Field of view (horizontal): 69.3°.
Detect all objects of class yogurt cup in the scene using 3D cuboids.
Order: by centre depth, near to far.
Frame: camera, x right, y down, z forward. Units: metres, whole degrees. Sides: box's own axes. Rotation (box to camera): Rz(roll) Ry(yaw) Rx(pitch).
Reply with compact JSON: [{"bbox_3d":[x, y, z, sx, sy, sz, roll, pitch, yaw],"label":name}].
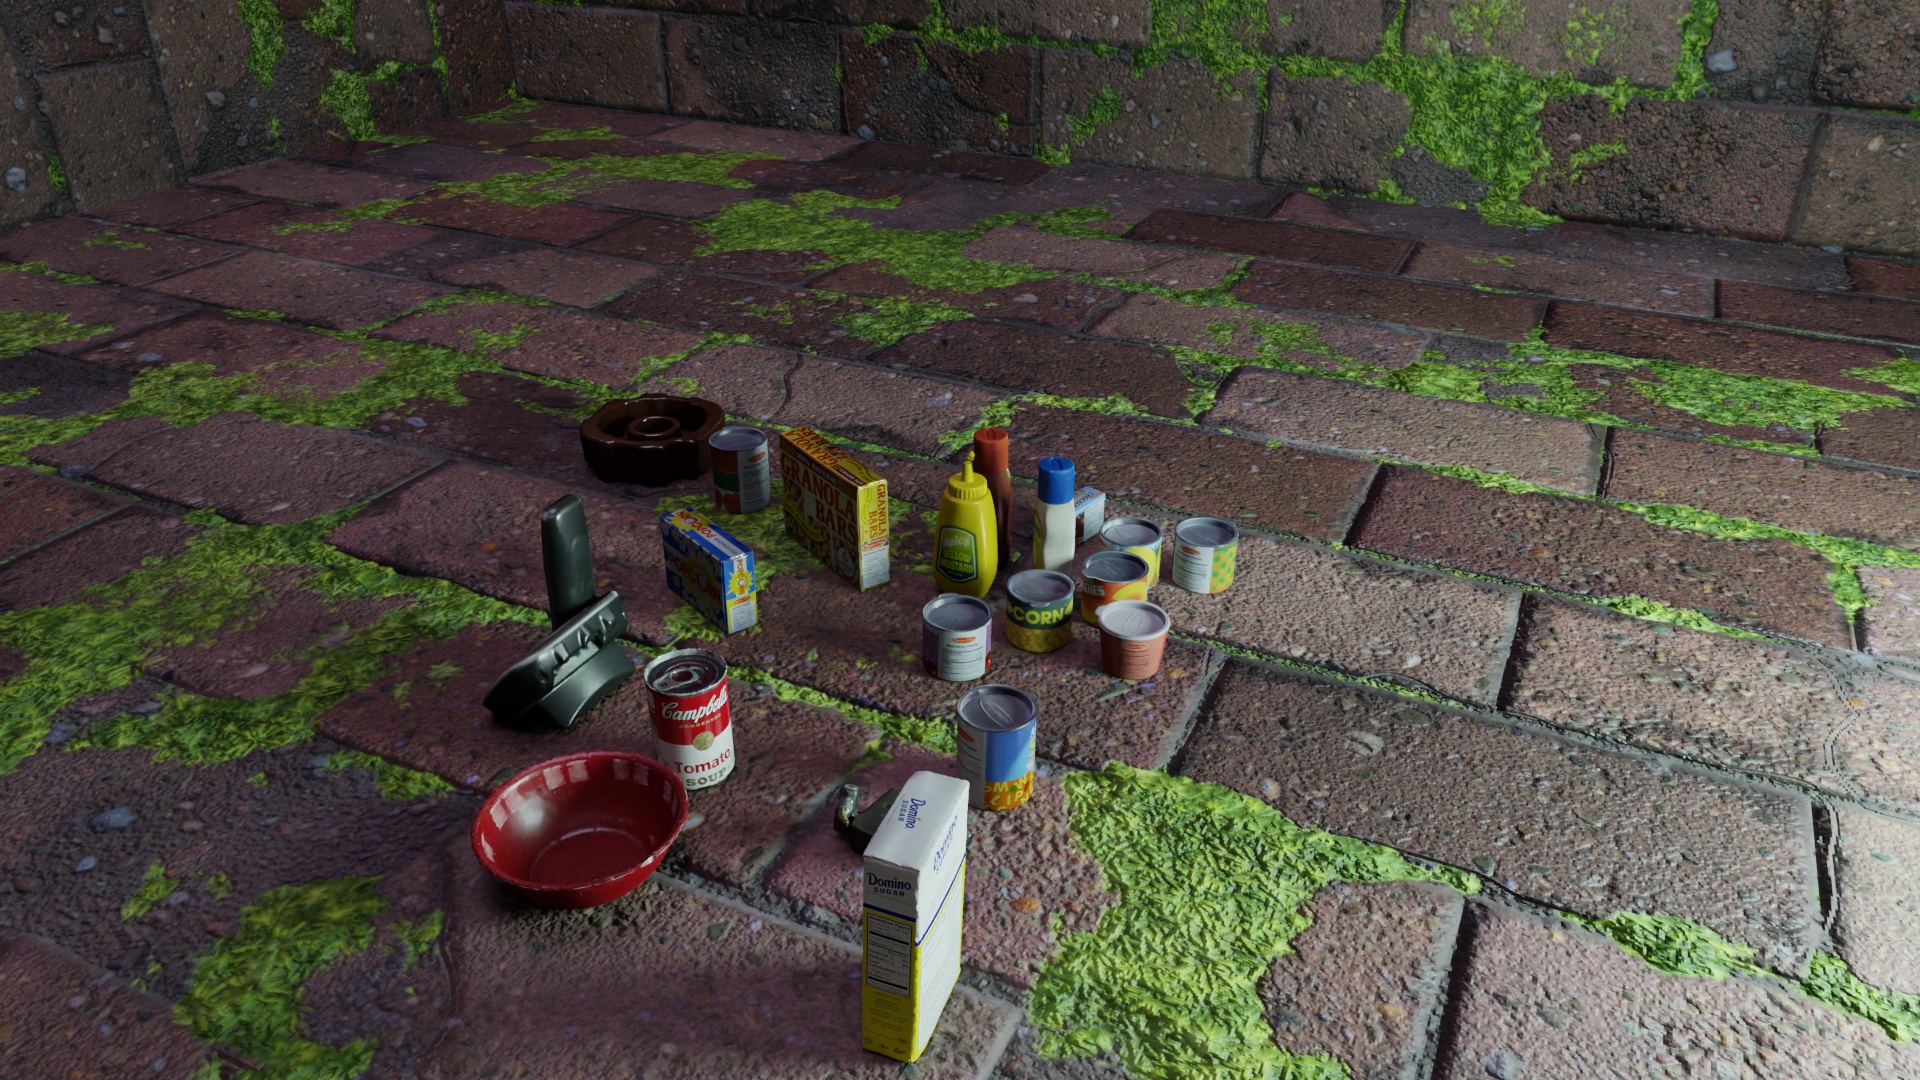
[{"bbox_3d":[0.164,0.096,1.326,0.072,0.053,0.073,0,29,0],"label":"yogurt cup"}]

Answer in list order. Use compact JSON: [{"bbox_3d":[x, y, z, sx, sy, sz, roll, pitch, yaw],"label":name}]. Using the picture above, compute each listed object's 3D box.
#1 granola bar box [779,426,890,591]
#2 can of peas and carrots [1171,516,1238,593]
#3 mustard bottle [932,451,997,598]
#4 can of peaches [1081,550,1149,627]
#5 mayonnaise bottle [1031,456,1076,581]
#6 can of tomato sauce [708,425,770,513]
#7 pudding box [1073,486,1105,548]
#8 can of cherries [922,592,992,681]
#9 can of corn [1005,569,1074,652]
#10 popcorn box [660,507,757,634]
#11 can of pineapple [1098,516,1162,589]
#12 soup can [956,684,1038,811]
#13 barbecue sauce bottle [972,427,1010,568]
[{"bbox_3d":[-0.137,-0.036,1.491,0.039,0.123,0.166,-19,34,-31],"label":"granola bar box"},{"bbox_3d":[0.260,0.014,1.470,0.071,0.058,0.071,0,29,0],"label":"can of peas and carrots"},{"bbox_3d":[0.005,-0.018,1.422,0.065,0.159,0.049,11,30,20],"label":"mustard bottle"},{"bbox_3d":[0.153,0.051,1.404,0.071,0.057,0.071,0,29,0],"label":"can of peaches"},{"bbox_3d":[0.096,-0.013,1.426,0.041,0.147,0.065,-5,29,-9],"label":"mayonnaise bottle"},{"bbox_3d":[-0.257,-0.083,1.617,0.071,0.082,0.071,0,29,0],"label":"can of tomato sauce"},{"bbox_3d":[0.127,-0.022,1.546,0.030,0.049,0.084,21,35,34],"label":"pudding box"},{"bbox_3d":[-0.003,0.092,1.328,0.071,0.058,0.072,0,29,0],"label":"can of cherries"},{"bbox_3d":[0.077,0.071,1.367,0.071,0.058,0.071,0,29,0],"label":"can of corn"},{"bbox_3d":[-0.256,0.029,1.412,0.038,0.084,0.127,-21,35,-34],"label":"popcorn box"},{"bbox_3d":[0.181,0.015,1.470,0.071,0.057,0.071,0,29,0],"label":"can of pineapple"},{"bbox_3d":[0.032,0.172,1.156,0.071,0.083,0.072,0,29,0],"label":"soup can"},{"bbox_3d":[0.032,-0.046,1.487,0.044,0.147,0.065,-2,29,-5],"label":"barbecue sauce bottle"}]
